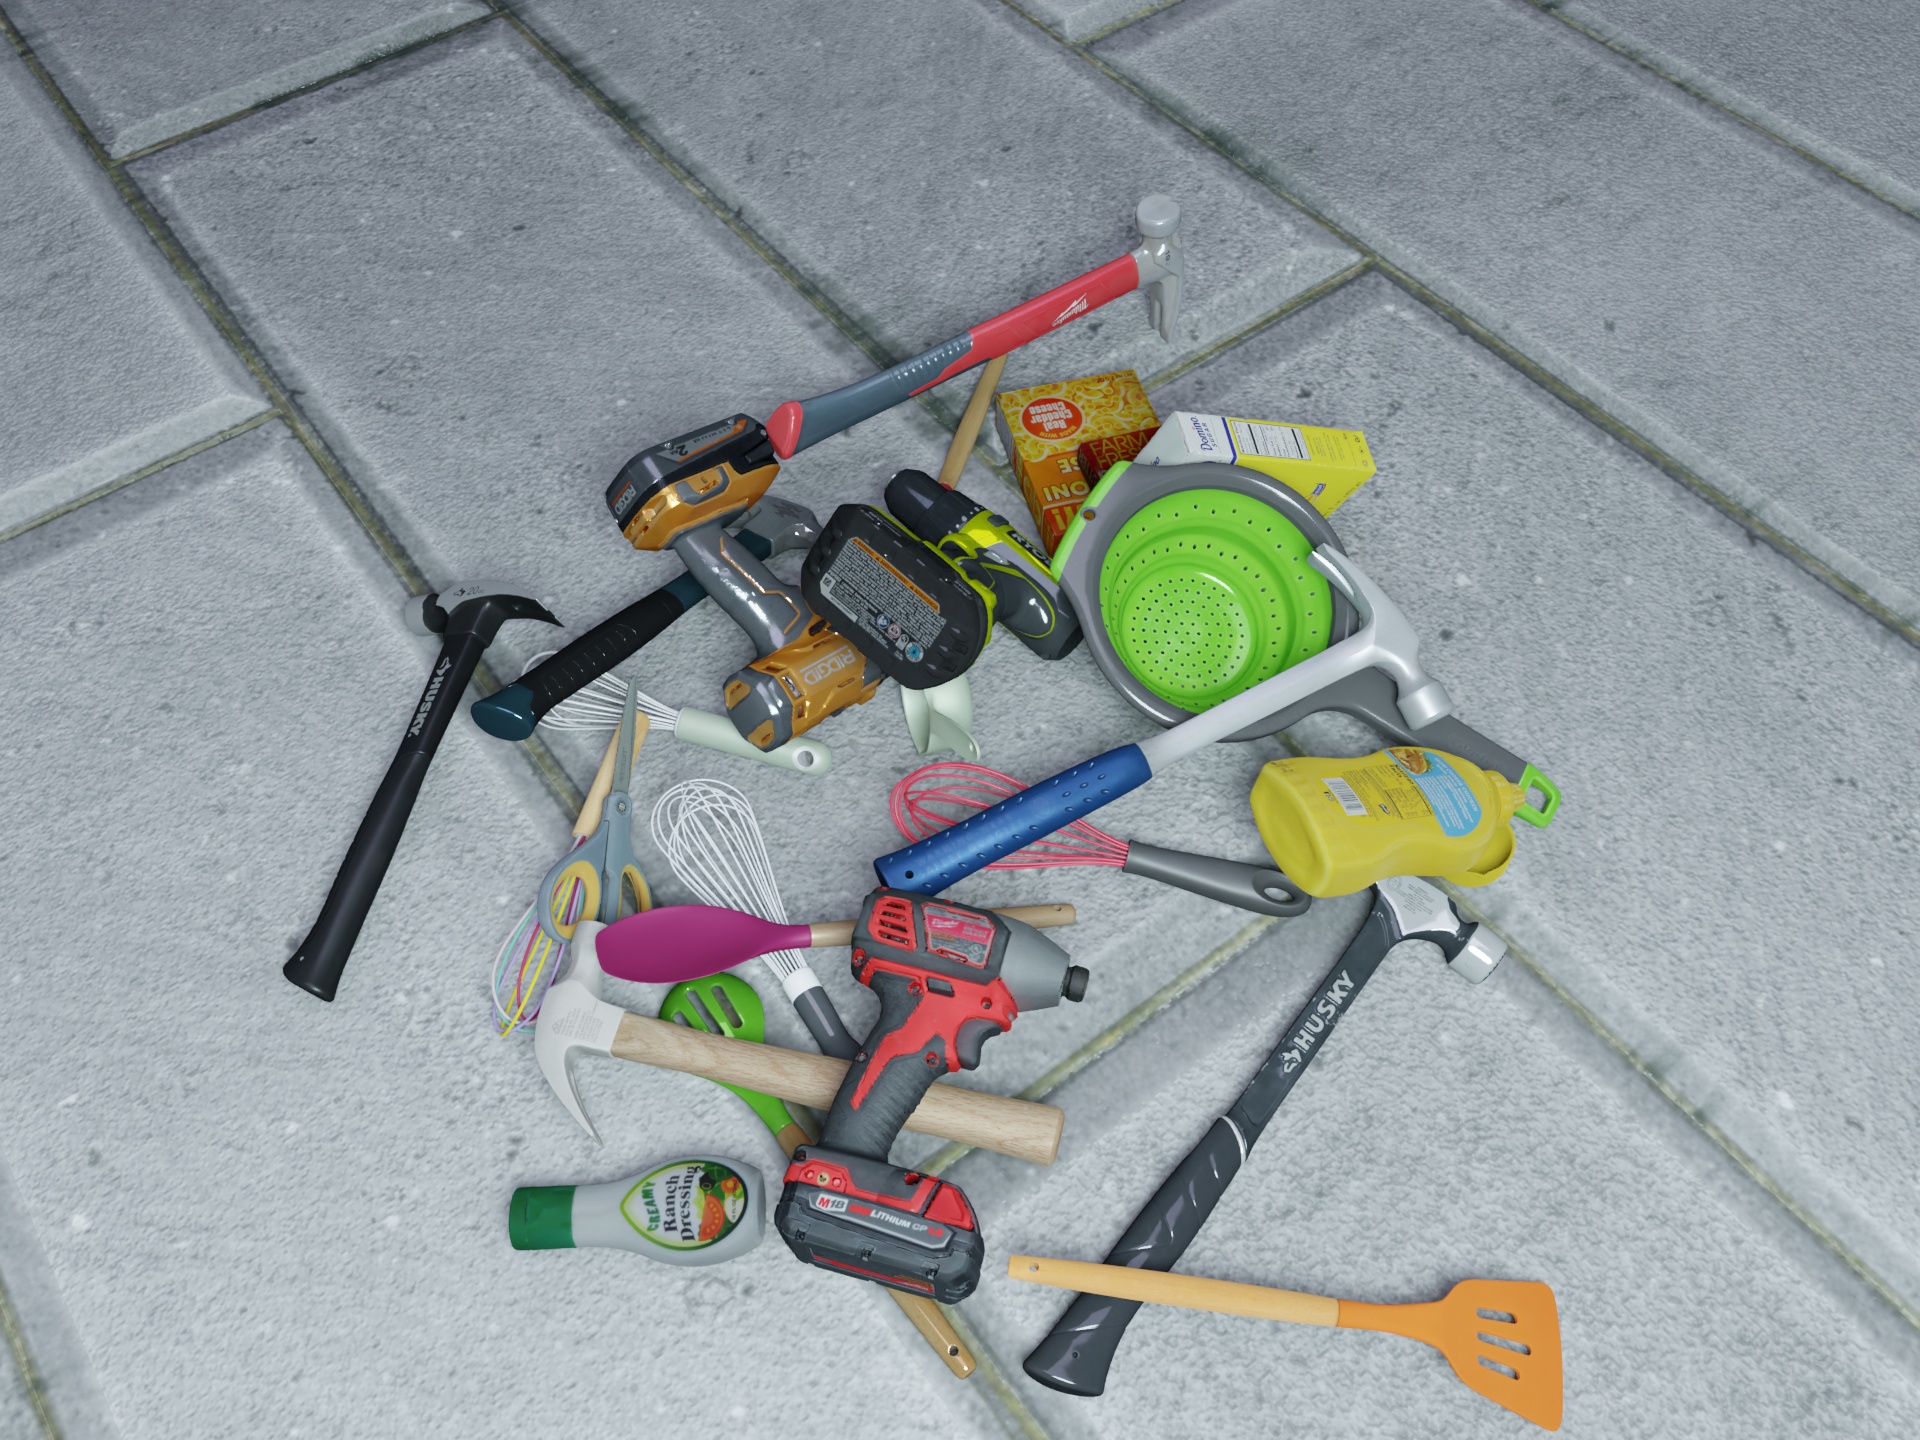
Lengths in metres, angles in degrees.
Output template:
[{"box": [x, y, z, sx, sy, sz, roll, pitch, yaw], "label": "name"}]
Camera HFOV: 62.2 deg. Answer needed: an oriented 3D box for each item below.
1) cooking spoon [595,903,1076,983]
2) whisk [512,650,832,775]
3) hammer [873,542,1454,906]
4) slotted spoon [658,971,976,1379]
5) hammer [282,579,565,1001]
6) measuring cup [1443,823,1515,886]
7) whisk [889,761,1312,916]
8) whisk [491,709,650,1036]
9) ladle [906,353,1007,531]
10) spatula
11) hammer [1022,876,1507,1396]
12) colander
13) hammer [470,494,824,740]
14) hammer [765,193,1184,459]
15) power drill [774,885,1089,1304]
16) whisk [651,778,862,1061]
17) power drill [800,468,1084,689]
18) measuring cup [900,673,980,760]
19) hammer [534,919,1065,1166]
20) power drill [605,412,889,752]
[{"box": [-0.073, 0.137, 1.025, 0.318, 0.017, 0.069, -2, 35, -20], "label": "cooking spoon"}, {"box": [-0.211, 0.000, 1.164, 0.246, 0.059, 0.058, 15, 100, 7], "label": "whisk"}, {"box": [0.128, 0.017, 1.062, 0.405, 0.035, 0.144, -26, 81, -12], "label": "hammer"}, {"box": [-0.091, 0.270, 0.977, 0.070, 0.031, 0.314, -35, 62, -16], "label": "slotted spoon"}, {"box": [-0.388, 0.040, 1.121, 0.146, 0.035, 0.335, -5, 55, 29], "label": "hammer"}, {"box": [0.301, 0.095, 1.096, 0.156, 0.029, 0.062, -8, 54, 3], "label": "measuring cup"}, {"box": [0.095, 0.087, 1.087, 0.296, 0.073, 0.073, 14, 56, 4], "label": "whisk"}, {"box": [-0.258, 0.099, 1.076, 0.051, 0.047, 0.245, 14, 63, 6], "label": "whisk"}, {"box": [-0.005, -0.208, 1.317, 0.069, 0.031, 0.316, 13, 54, 9], "label": "ladle"}, {"box": [0.186, 0.335, 0.901, 0.322, 0.041, 0.081, 8, 59, 2], "label": "spatula"}, {"box": [0.174, 0.239, 0.979, 0.149, 0.036, 0.409, 38, 65, 13], "label": "hammer"}, {"box": [0.246, -0.033, 1.156, 0.397, 0.094, 0.204, 32, 75, 1], "label": "colander"}, {"box": [-0.224, -0.081, 1.184, 0.128, 0.033, 0.331, 29, 46, 21], "label": "hammer"}, {"box": [0.018, -0.303, 1.330, 0.386, 0.143, 0.038, -28, 59, -12], "label": "hammer"}, {"box": [-0.014, 0.209, 0.916, 0.143, 0.078, 0.220, 13, 61, 8], "label": "power drill"}, {"box": [-0.119, 0.149, 1.048, 0.070, 0.070, 0.285, -28, 64, -17], "label": "whisk"}, {"box": [-0.015, -0.109, 1.139, 0.191, 0.080, 0.228, 41, 25, 12], "label": "power drill"}, {"box": [-0.002, -0.004, 1.107, 0.038, 0.083, 0.168, -11, 19, -16], "label": "measuring cup"}, {"box": [-0.102, 0.219, 0.971, 0.331, 0.031, 0.130, 12, 65, 9], "label": "hammer"}, {"box": [-0.130, -0.108, 1.164, 0.185, 0.084, 0.226, -31, 88, -39], "label": "power drill"}]
